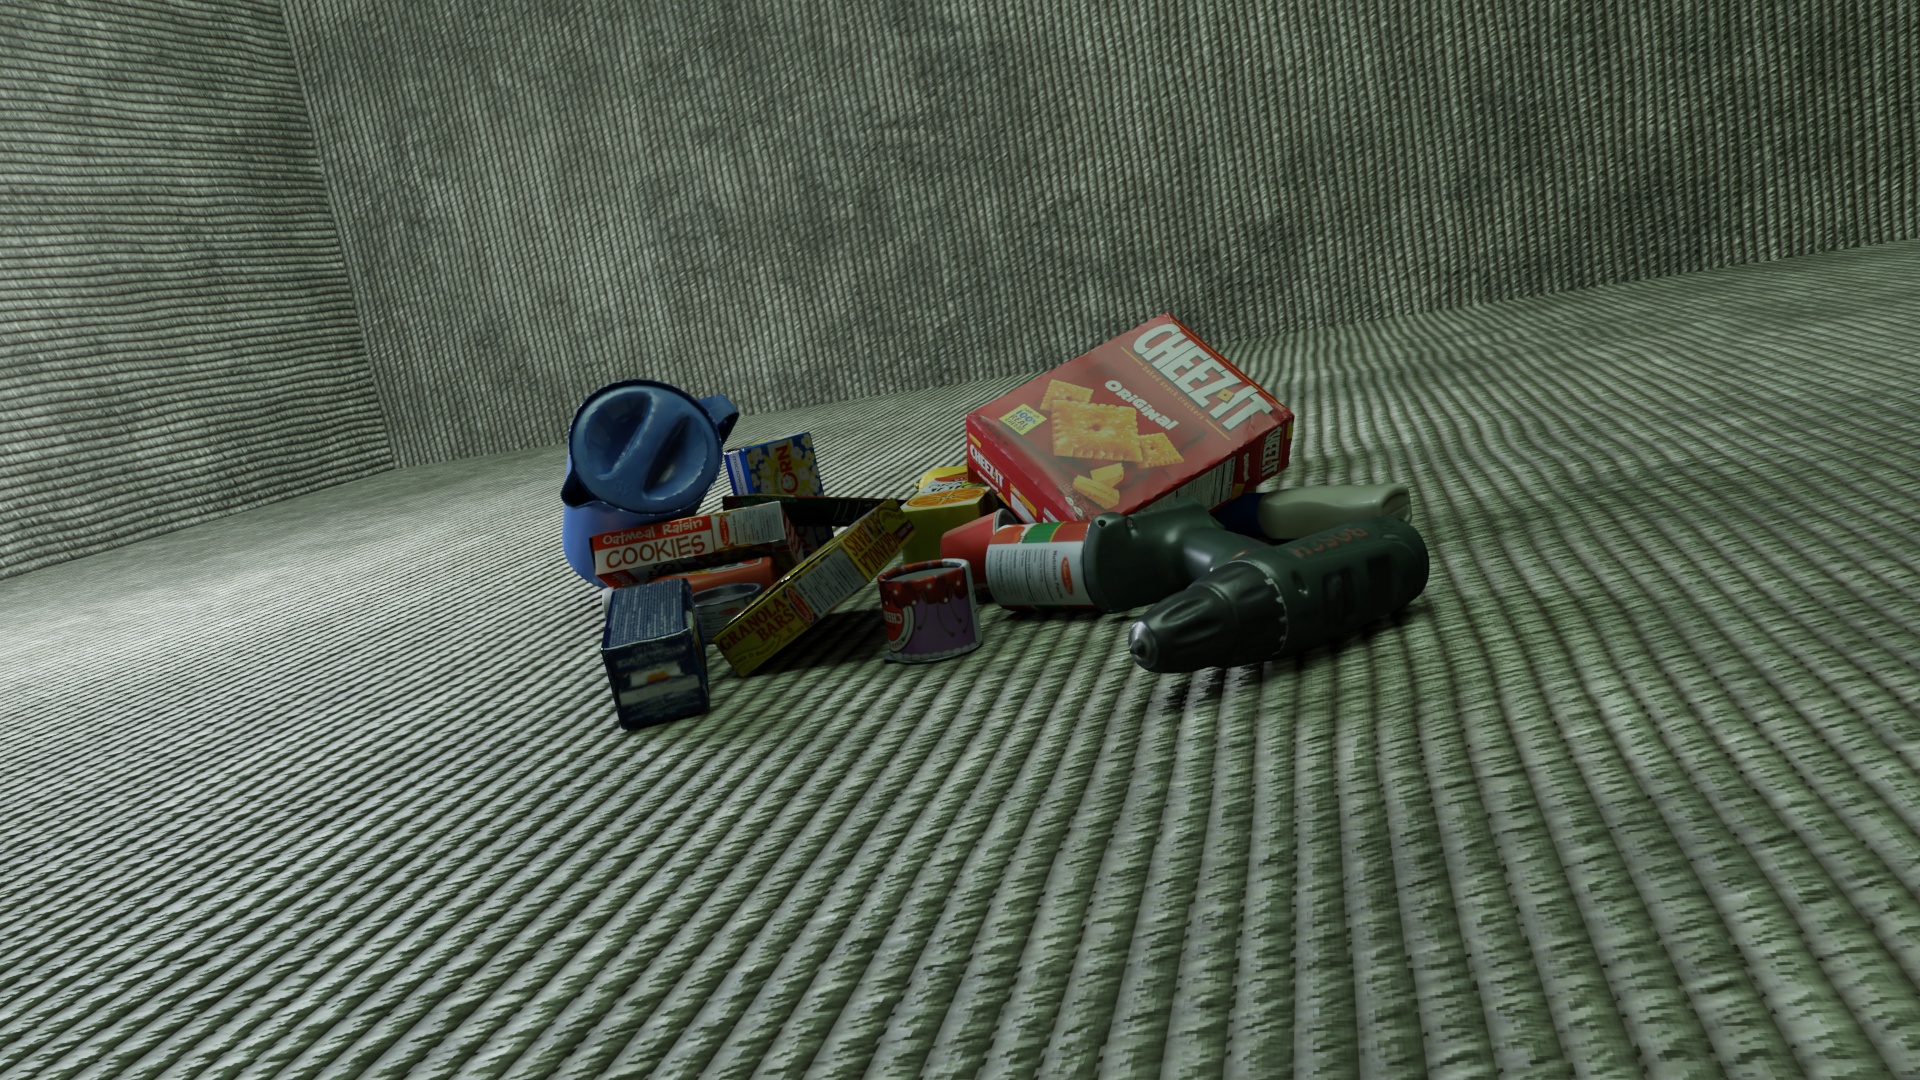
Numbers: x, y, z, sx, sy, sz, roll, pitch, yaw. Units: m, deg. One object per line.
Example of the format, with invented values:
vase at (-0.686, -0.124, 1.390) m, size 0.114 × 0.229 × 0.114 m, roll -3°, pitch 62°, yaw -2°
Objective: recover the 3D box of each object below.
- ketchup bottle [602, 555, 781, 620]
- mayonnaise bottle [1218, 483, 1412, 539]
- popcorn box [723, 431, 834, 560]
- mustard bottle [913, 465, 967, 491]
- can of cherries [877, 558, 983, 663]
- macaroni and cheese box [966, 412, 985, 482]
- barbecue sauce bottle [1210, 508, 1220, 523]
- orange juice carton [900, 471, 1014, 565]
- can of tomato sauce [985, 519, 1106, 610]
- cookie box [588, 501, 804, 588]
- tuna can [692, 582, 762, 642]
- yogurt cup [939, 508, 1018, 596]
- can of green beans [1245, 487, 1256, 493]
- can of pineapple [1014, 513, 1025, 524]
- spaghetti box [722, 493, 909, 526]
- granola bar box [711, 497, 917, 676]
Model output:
ketchup bottle at (-0.231, 0.047, 1.199) m, size 0.149 × 0.043 × 0.065 m, roll -10°, pitch 1°, yaw 0°
mayonnaise bottle at (0.278, -0.021, 1.105) m, size 0.148 × 0.041 × 0.065 m, roll -1°, pitch 14°, yaw 44°
popcorn box at (-0.175, -0.037, 1.360) m, size 0.038 × 0.126 × 0.085 m, roll -5°, pitch 11°, yaw 43°
mustard bottle at (-0.001, -0.056, 1.504) m, size 0.065 × 0.048 × 0.160 m, roll -17°, pitch 13°, yaw -33°
can of cherries at (-0.024, 0.048, 0.966) m, size 0.071 × 0.058 × 0.071 m, roll -9°, pitch 11°, yaw 2°
macaroni and cheese box at (0.067, -0.087, 1.268) m, size 0.124 × 0.040 × 0.167 m, roll 0°, pitch 13°, yaw 1°
barbecue sauce bottle at (0.167, -0.029, 1.231) m, size 0.148 × 0.043 × 0.065 m, roll -6°, pitch 20°, yaw 21°
orange juice carton at (0.004, -0.015, 1.233) m, size 0.073 × 0.071 × 0.193 m, roll -7°, pitch 12°, yaw 13°
can of tomato sauce at (0.071, 0.019, 1.016) m, size 0.083 × 0.071 × 0.071 m, roll -3°, pitch 13°, yaw 35°
cookie box at (-0.232, 0.014, 1.246) m, size 0.167 × 0.040 × 0.122 m, roll -10°, pitch -16°, yaw -1°
tuna can at (-0.191, 0.058, 1.132) m, size 0.071 × 0.032 × 0.071 m, roll -9°, pitch 11°, yaw 2°
yogurt cup at (0.019, 0.014, 1.099) m, size 0.054 × 0.072 × 0.072 m, roll -15°, pitch 8°, yaw 20°
can of green beans at (0.235, -0.062, 1.281) m, size 0.058 × 0.071 × 0.071 m, roll -11°, pitch 11°, yaw -6°
can of pineapple at (0.054, -0.047, 1.367) m, size 0.071 × 0.071 × 0.058 m, roll -12°, pitch 10°, yaw -11°
spaghetti box at (-0.116, -0.028, 1.354) m, size 0.050 × 0.028 × 0.250 m, roll -1°, pitch -1°, yaw 43°
granola bar box at (-0.106, 0.031, 1.049) m, size 0.124 × 0.039 × 0.166 m, roll -36°, pitch 4°, yaw 15°
